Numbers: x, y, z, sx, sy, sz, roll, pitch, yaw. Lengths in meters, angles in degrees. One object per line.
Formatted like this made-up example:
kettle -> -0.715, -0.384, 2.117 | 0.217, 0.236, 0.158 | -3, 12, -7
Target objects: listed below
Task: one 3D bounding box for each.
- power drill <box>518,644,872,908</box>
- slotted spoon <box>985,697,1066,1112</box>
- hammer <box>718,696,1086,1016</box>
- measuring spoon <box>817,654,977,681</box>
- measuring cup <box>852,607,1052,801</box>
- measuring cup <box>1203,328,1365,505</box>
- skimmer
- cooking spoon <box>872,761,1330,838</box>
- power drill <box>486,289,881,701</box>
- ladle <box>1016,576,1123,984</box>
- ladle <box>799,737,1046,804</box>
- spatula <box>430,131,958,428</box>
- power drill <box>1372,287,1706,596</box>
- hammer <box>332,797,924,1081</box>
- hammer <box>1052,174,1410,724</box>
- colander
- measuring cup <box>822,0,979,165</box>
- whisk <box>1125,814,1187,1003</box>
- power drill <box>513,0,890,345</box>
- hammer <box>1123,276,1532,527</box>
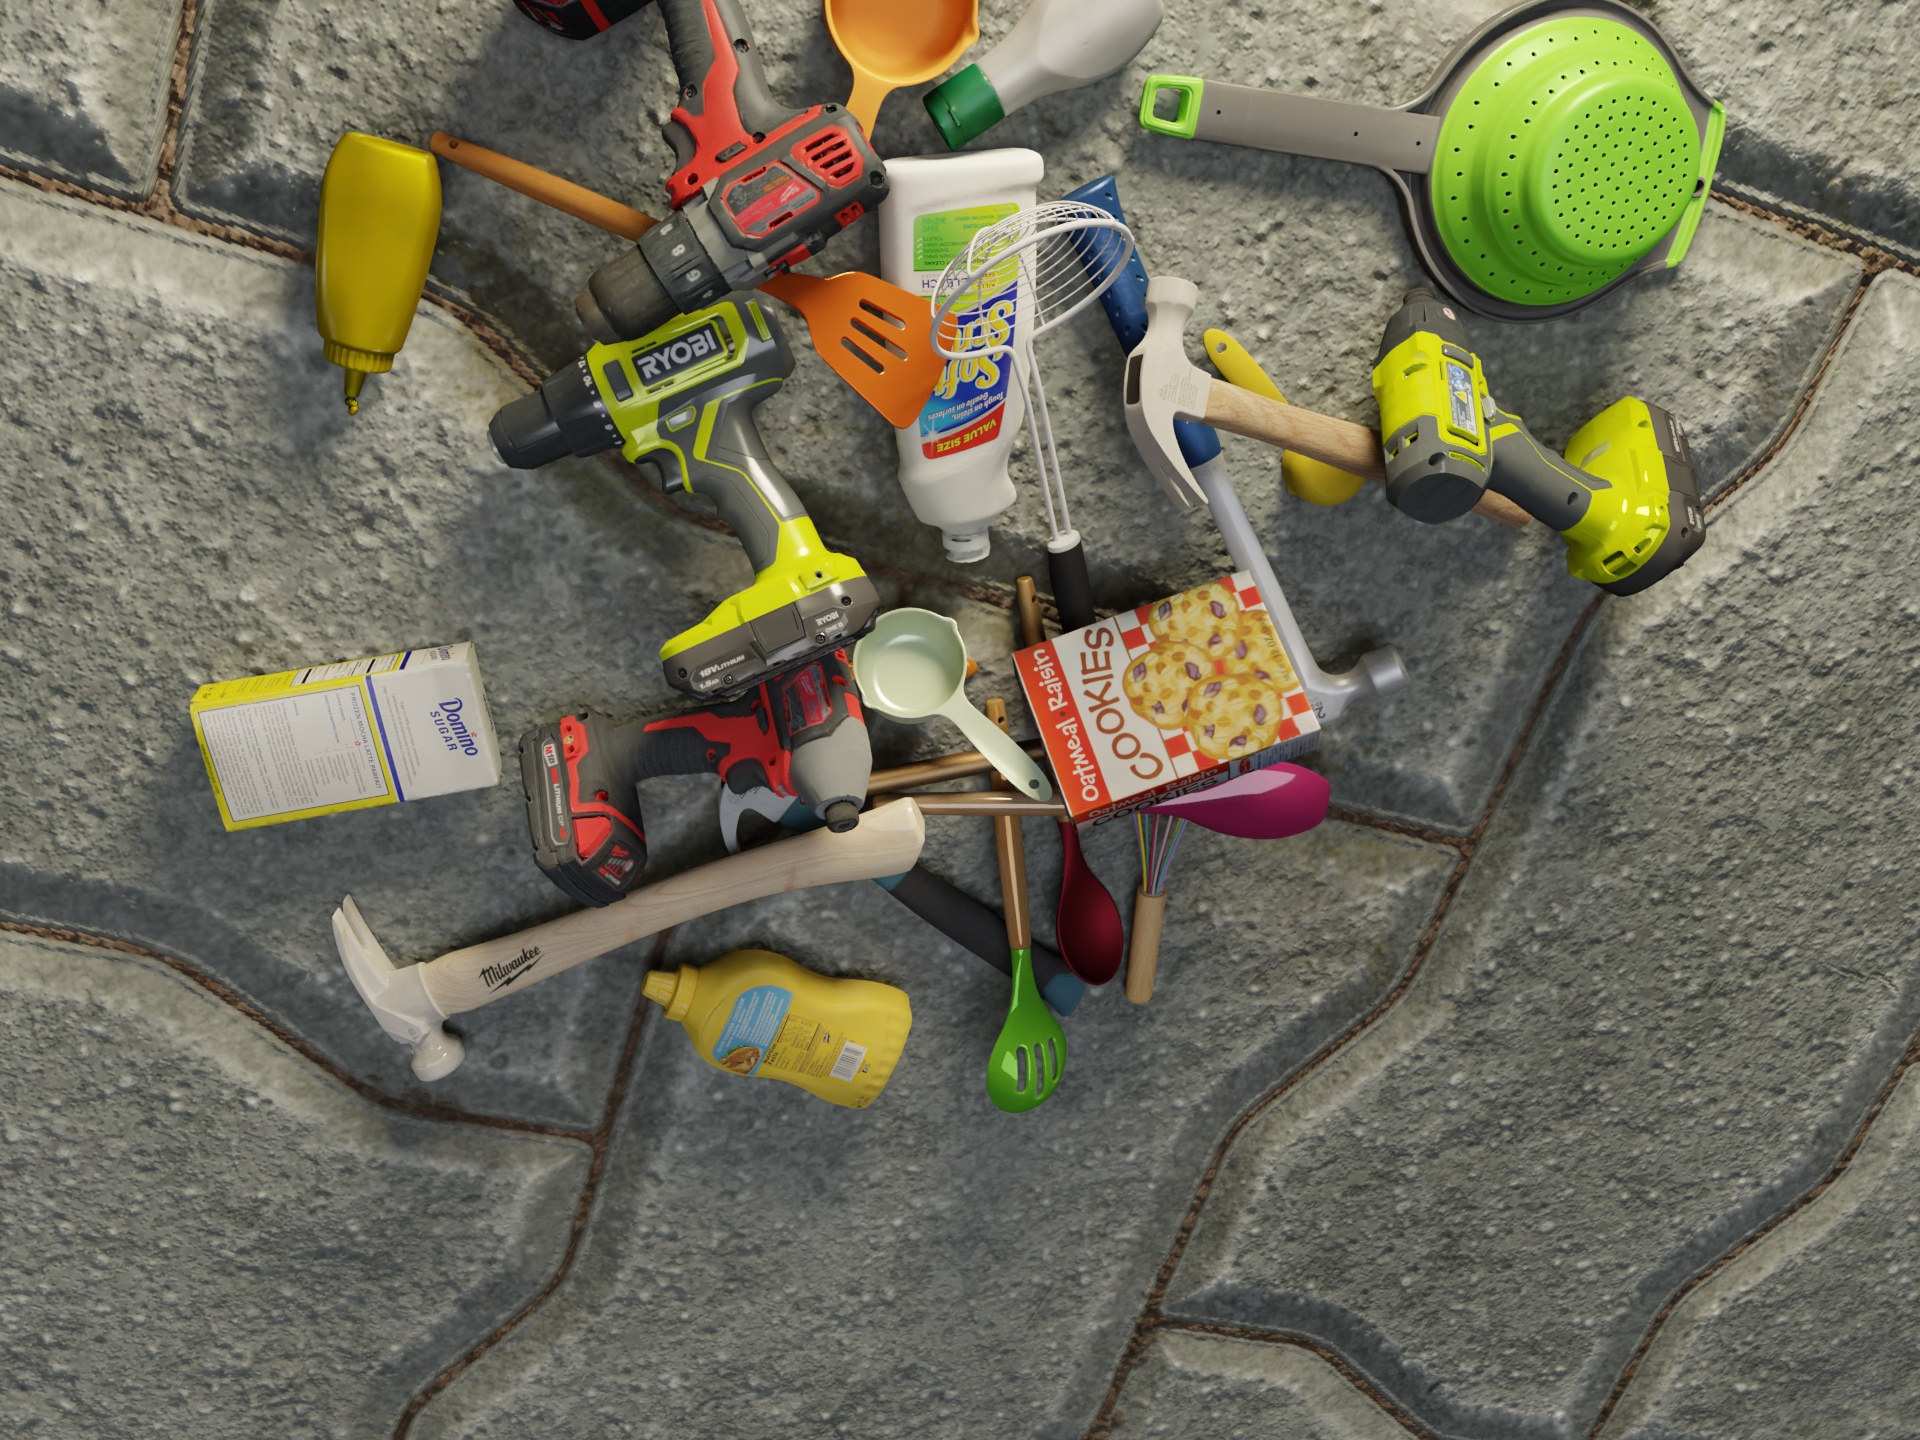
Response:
power drill -> -0.164, 0.035, 1.029 | 0.219, 0.143, 0.078 | -21, 151, 5
slotted spoon -> 0.039, 0.139, 1.146 | 0.070, 0.031, 0.313 | -12, 102, -30
hammer -> -0.034, 0.119, 1.153 | 0.330, 0.033, 0.128 | 36, 102, -21
measuring spoon -> -0.045, -0.033, 1.099 | 0.117, 0.011, 0.021 | -3, 113, -9
measuring cup -> -0.002, -0.003, 1.066 | 0.167, 0.038, 0.083 | 44, 80, 7
measuring cup -> 0.216, -0.203, 1.062 | 0.062, 0.029, 0.156 | -45, 115, 10
skimmer -> 0.065, -0.147, 0.981 | 0.127, 0.090, 0.362 | -25, 131, -11
cooking spoon -> 0.098, 0.058, 1.104 | 0.319, 0.017, 0.068 | 0, 124, -2
power drill -> -0.165, -0.131, 0.971 | 0.190, 0.080, 0.228 | -24, 90, 0
ladle -> 0.072, 0.048, 1.141 | 0.069, 0.031, 0.315 | -31, 118, -43
ladle -> 0.047, 0.020, 1.077 | 0.320, 0.062, 0.078 | -11, 83, -1
spatula -> -0.159, -0.271, 0.931 | 0.322, 0.041, 0.081 | 24, 80, 1
power drill -> 0.369, -0.183, 1.036 | 0.223, 0.171, 0.080 | 19, 146, -22
hammer -> -0.223, 0.125, 1.094 | 0.410, 0.038, 0.146 | -20, 113, 7
hammer -> 0.161, -0.162, 1.060 | 0.144, 0.035, 0.405 | -24, 112, 13
colander -> 0.310, -0.352, 0.981 | 0.397, 0.095, 0.204 | 4, 112, -12
measuring cup -> -0.053, -0.378, 0.933 | 0.095, 0.052, 0.173 | 18, 110, -16
whisk -> 0.147, 0.107, 1.173 | 0.047, 0.051, 0.244 | -26, 129, -44
power drill -> -0.169, -0.336, 0.874 | 0.188, 0.080, 0.226 | -31, 94, 4
hammer -> 0.249, -0.178, 1.040 | 0.331, 0.031, 0.130 | 12, 88, -26
